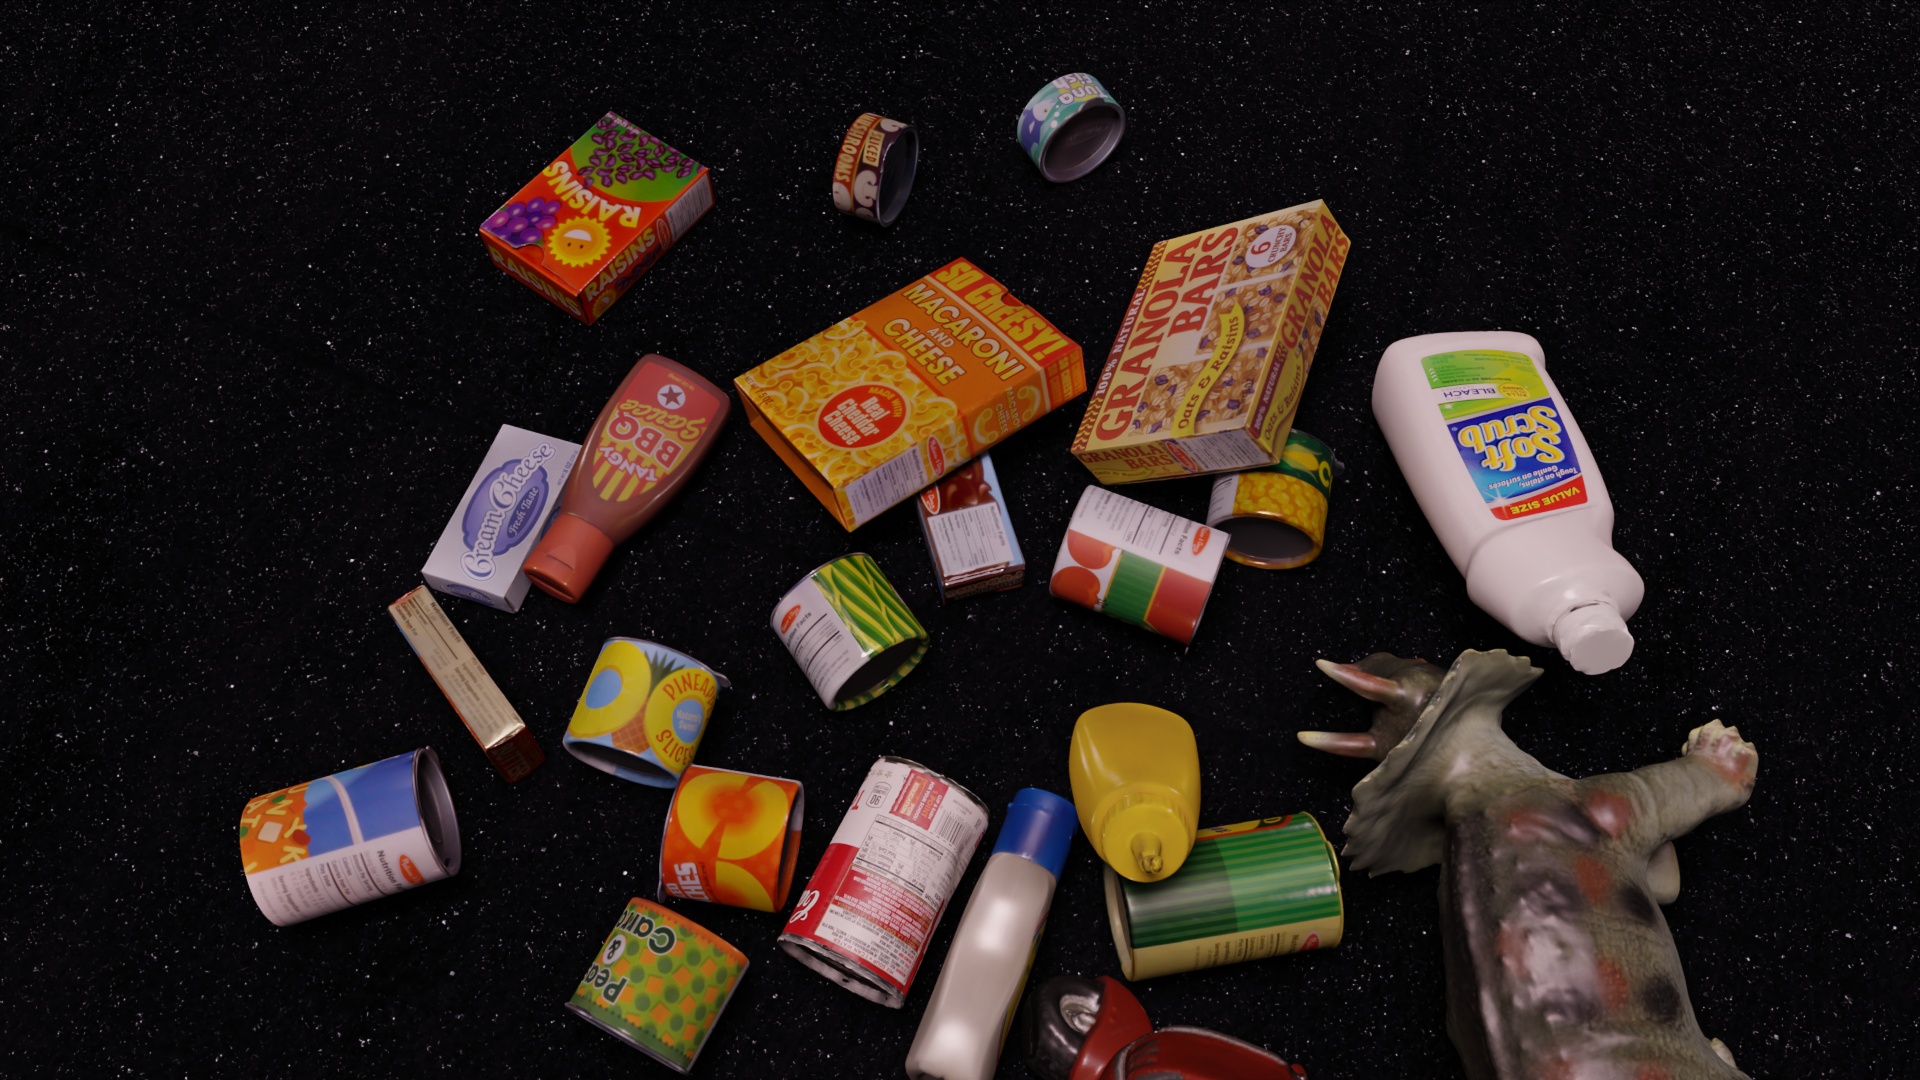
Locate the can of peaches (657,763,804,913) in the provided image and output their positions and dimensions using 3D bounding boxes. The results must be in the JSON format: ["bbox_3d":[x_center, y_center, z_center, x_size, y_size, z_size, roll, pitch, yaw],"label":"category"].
[{"bbox_3d":[-0.113,0.150,0.690,0.058,0.071,0.071,8,63,2],"label":"can of peaches"}]

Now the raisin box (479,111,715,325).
[{"bbox_3d":[-0.230,-0.207,0.887,0.086,0.040,0.124,33,67,14],"label":"raisin box"}]

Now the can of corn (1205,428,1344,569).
[{"bbox_3d":[0.178,-0.023,0.786,0.071,0.071,0.058,13,64,5],"label":"can of corn"}]

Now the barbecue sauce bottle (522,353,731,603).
[{"bbox_3d":[-0.193,-0.034,0.795,0.065,0.043,0.149,30,65,-3],"label":"barbecue sauce bottle"}]

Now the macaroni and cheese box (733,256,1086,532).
[{"bbox_3d":[-0.029,-0.091,0.811,0.167,0.040,0.124,-32,49,-16],"label":"macaroni and cheese box"}]

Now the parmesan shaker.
[{"bbox_3d":[0.127,0.173,0.681,0.103,0.071,0.071,-8,63,-5],"label":"parmesan shaker"}]

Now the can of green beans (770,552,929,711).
[{"bbox_3d":[-0.059,0.049,0.743,0.071,0.071,0.058,-32,69,-16],"label":"can of green beans"}]

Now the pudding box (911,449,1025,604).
[{"bbox_3d":[0.003,-0.010,0.796,0.050,0.030,0.084,-14,64,-7],"label":"pudding box"}]

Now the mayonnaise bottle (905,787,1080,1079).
[{"bbox_3d":[0.019,0.194,0.675,0.041,0.064,0.149,20,60,10],"label":"mayonnaise bottle"}]

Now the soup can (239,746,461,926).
[{"bbox_3d":[-0.300,0.145,0.689,0.084,0.071,0.071,-16,64,-9],"label":"soup can"}]

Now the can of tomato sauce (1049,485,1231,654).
[{"bbox_3d":[0.098,0.015,0.767,0.083,0.071,0.071,20,64,9],"label":"can of tomato sauce"}]

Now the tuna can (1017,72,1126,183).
[{"bbox_3d":[0.073,-0.272,0.910,0.071,0.070,0.033,-26,66,-14],"label":"tuna can"}]

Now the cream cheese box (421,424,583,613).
[{"bbox_3d":[-0.258,-0.013,0.794,0.053,0.024,0.104,15,63,8],"label":"cream cheese box"}]

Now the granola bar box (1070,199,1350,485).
[{"bbox_3d":[0.146,-0.113,0.809,0.124,0.039,0.166,-5,52,45],"label":"granola bar box"}]

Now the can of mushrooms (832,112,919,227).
[{"bbox_3d":[-0.054,-0.239,0.890,0.033,0.070,0.071,21,64,11],"label":"can of mushrooms"}]

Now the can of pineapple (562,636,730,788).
[{"bbox_3d":[-0.163,0.090,0.719,0.071,0.070,0.058,15,65,6],"label":"can of pineapple"}]

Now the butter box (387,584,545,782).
[{"bbox_3d":[-0.260,0.076,0.732,0.024,0.053,0.104,-35,69,-20],"label":"butter box"}]

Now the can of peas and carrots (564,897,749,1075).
[{"bbox_3d":[-0.144,0.209,0.657,0.071,0.070,0.059,24,64,11],"label":"can of peas and carrots"}]

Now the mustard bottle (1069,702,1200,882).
[{"bbox_3d":[0.084,0.124,0.664,0.065,0.161,0.048,2,103,4],"label":"mustard bottle"}]
